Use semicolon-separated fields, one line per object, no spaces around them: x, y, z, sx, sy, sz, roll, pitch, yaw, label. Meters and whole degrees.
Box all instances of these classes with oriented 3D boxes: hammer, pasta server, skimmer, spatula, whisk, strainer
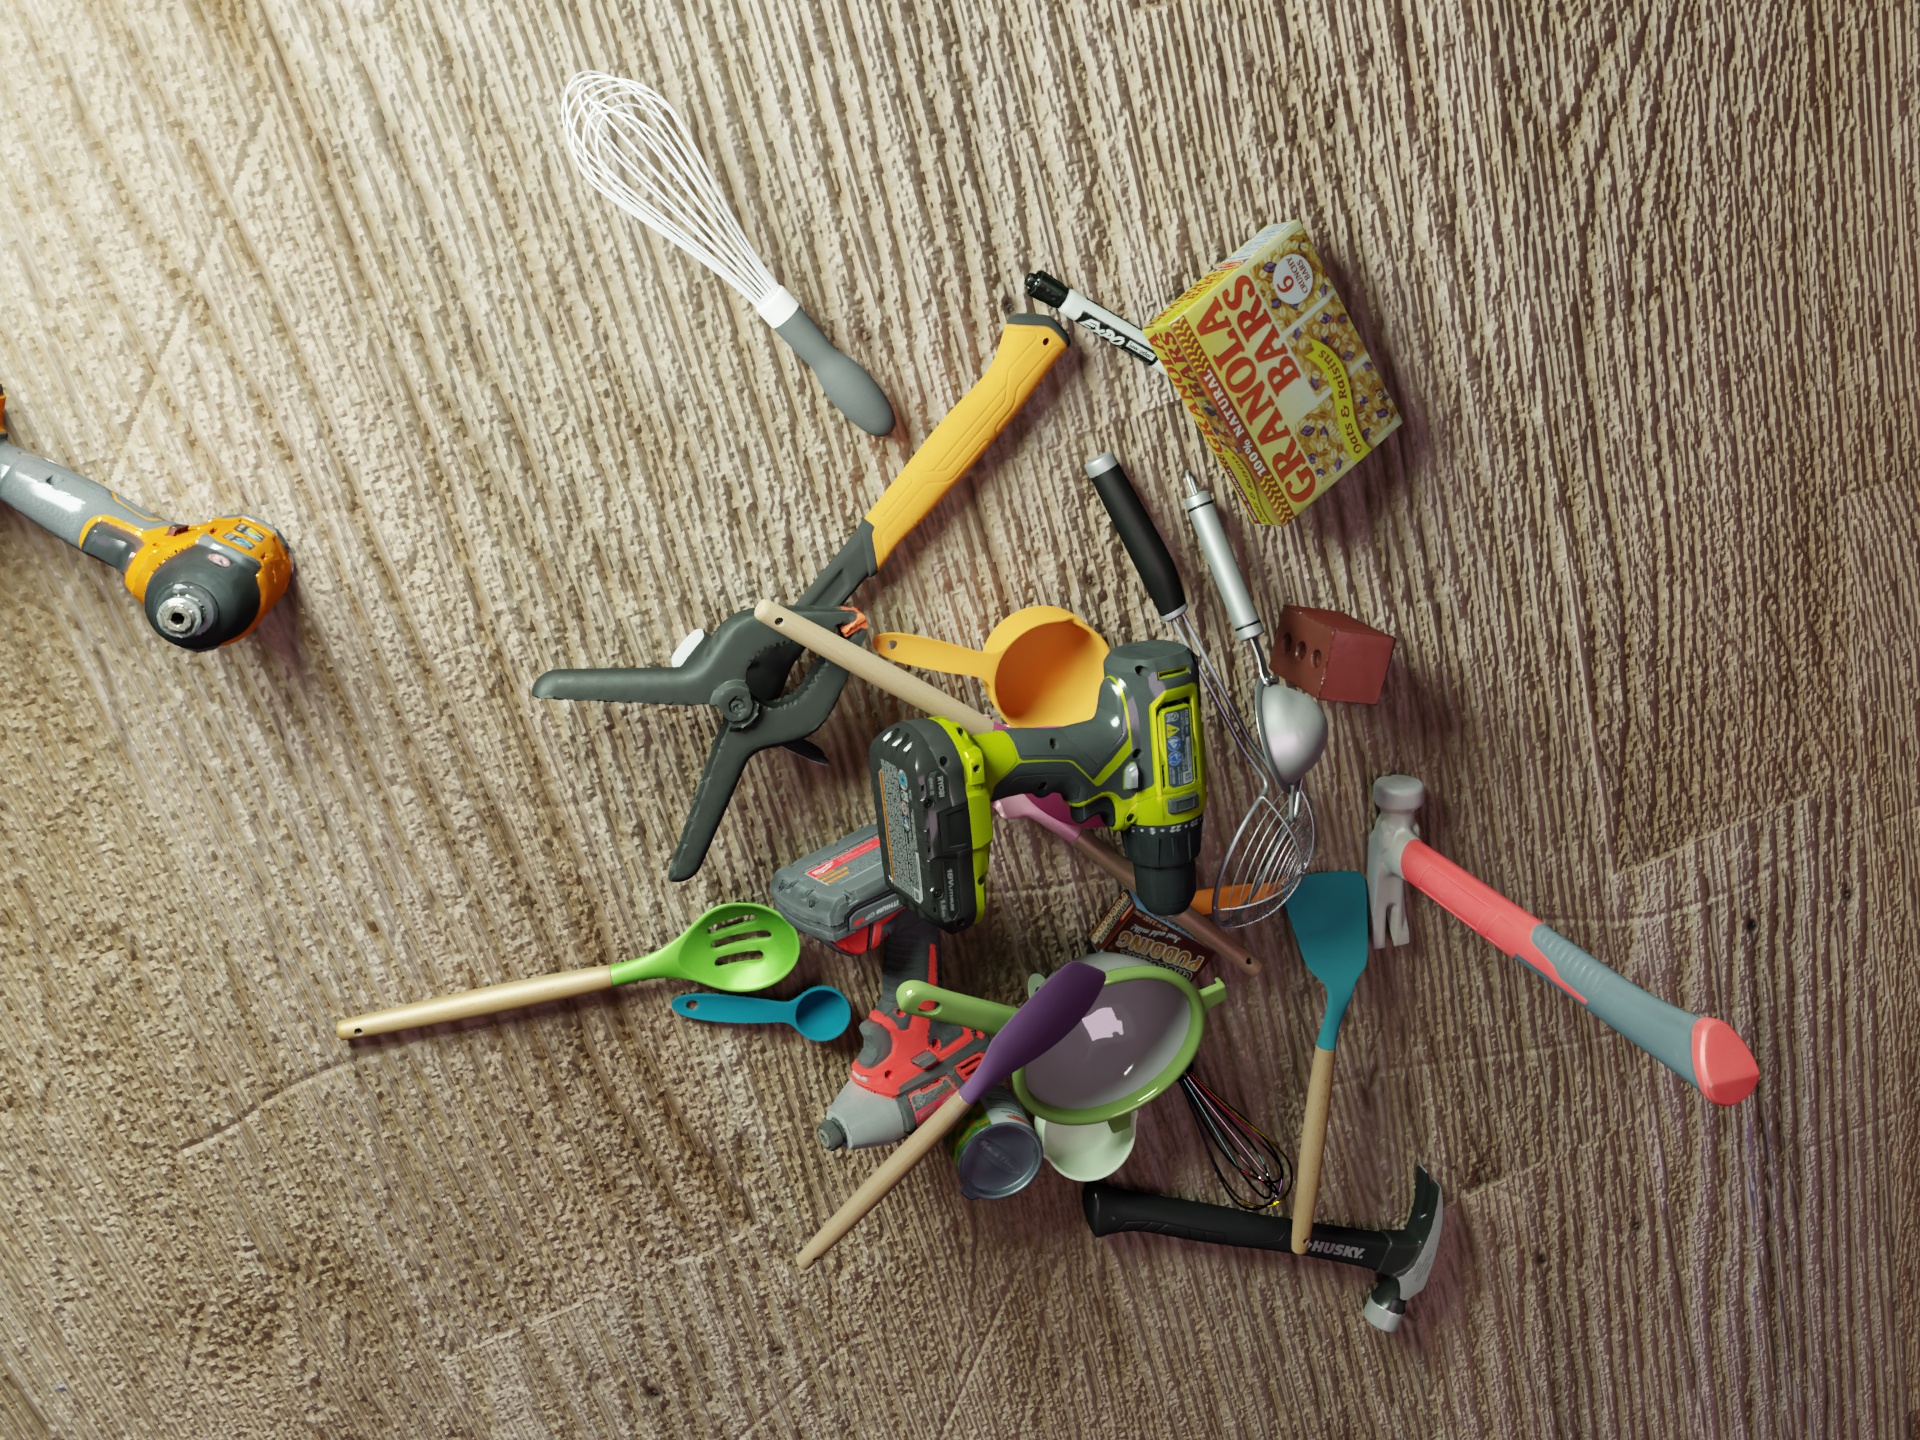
0.388;0.165;1.083;0.038;0.387;0.143;-8;109;-14;hammer
0.107;0.099;1.157;0.316;0.040;0.060;37;79;-17;pasta server
0.159;-0.018;1.146;0.127;0.090;0.363;-39;105;-41;skimmer
0.282;0.277;1.263;0.082;0.044;0.317;-4;107;-27;spatula
-0.011;0.281;1.112;0.316;0.018;0.059;-48;134;14;spatula
0.189;0.289;1.248;0.047;0.051;0.245;-25;108;34;whisk
-0.040;-0.129;1.060;0.127;0.034;0.337;38;94;-22;hammer
0.207;-0.056;1.112;0.050;0.087;0.258;-22;89;28;strainer
0.252;0.419;1.317;0.334;0.035;0.146;15;103;-20;hammer
-0.134;-0.279;0.978;0.070;0.070;0.284;-44;118;1;whisk
0.056;0.207;1.143;0.256;0.069;0.151;20;113;-30;strainer

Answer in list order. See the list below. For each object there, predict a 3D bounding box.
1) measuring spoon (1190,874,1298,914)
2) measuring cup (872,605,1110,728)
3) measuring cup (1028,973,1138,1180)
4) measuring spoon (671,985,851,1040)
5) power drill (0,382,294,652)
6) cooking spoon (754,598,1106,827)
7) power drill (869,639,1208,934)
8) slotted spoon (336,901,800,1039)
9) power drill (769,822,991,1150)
0.208;0.138;1.228;0.117;0.011;0.021;-9;109;-13;measuring spoon
0.018;-0.044;1.093;0.173;0.052;0.095;11;108;-17;measuring cup
0.079;0.271;1.226;0.083;0.038;0.167;-20;95;-13;measuring cup
-0.144;0.206;1.149;0.128;0.021;0.042;5;104;-8;measuring spoon
-0.489;-0.110;0.868;0.226;0.164;0.084;27;98;-20;power drill
-0.002;-0.003;1.058;0.318;0.017;0.068;28;105;-28;cooking spoon
0.064;0.060;1.053;0.228;0.080;0.190;-13;108;-24;power drill
-0.267;0.179;1.097;0.313;0.031;0.070;-11;109;-11;slotted spoon
-0.055;0.195;1.118;0.143;0.079;0.219;-25;116;-32;power drill
